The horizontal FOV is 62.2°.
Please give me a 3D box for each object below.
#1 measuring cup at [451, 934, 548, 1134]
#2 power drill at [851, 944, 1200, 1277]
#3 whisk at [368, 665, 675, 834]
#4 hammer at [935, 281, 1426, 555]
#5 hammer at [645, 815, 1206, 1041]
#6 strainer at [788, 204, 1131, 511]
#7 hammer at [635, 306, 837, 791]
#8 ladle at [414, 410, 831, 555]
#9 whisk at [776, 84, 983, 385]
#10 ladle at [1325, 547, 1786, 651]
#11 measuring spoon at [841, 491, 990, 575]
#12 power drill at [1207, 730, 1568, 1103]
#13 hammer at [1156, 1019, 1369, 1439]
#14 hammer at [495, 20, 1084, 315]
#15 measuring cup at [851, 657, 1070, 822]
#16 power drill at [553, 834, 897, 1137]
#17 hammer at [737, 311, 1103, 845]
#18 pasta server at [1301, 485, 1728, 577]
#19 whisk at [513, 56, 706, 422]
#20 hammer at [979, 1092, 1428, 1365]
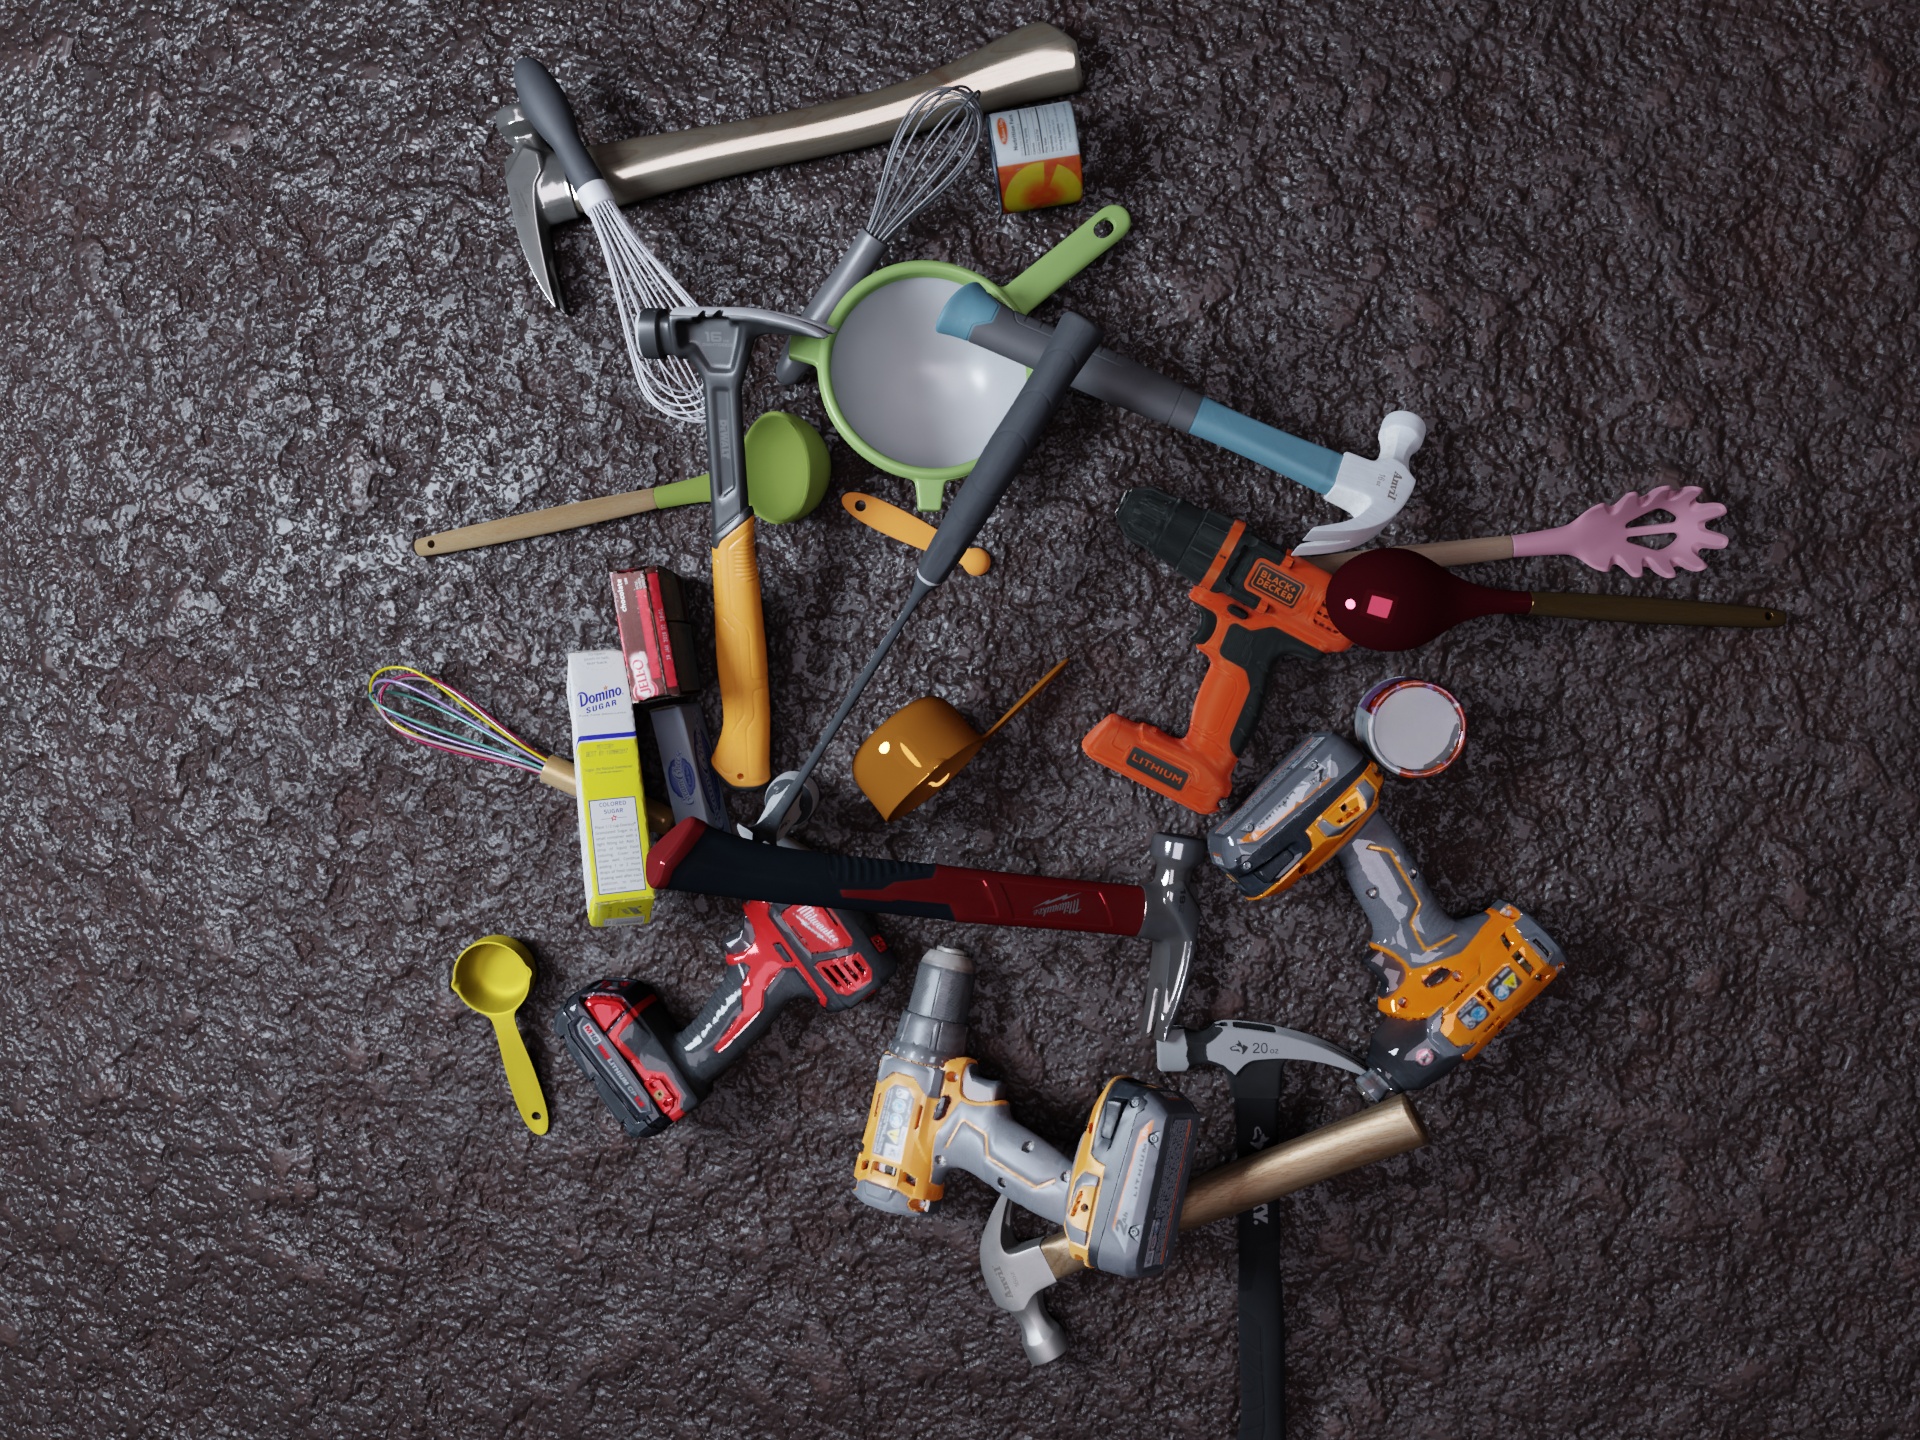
[{"bbox_3d":[-0.329,0.232,1.178,0.062,0.029,0.156,-11,103,7],"label":"measuring cup"},{"bbox_3d":[0.043,0.262,1.079,0.226,0.084,0.185,9,82,29],"label":"power drill"},{"bbox_3d":[-0.319,0.023,1.153,0.245,0.051,0.047,24,90,2],"label":"whisk"},{"bbox_3d":[0.142,-0.208,1.048,0.331,0.033,0.128,23,63,-2],"label":"hammer"},{"bbox_3d":[-0.014,0.126,1.030,0.386,0.038,0.143,8,91,-25],"label":"hammer"},{"bbox_3d":[0.015,-0.265,1.099,0.256,0.069,0.151,-41,91,-11],"label":"strainer"},{"bbox_3d":[-0.145,-0.107,1.077,0.127,0.034,0.336,4,113,9],"label":"hammer"},{"bbox_3d":[-0.245,-0.154,1.130,0.320,0.062,0.078,-10,89,9],"label":"ladle"},{"bbox_3d":[-0.059,-0.329,1.090,0.055,0.055,0.239,38,109,3],"label":"whisk"},{"bbox_3d":[0.395,-0.074,1.044,0.315,0.031,0.069,2,83,-8],"label":"ladle"},{"bbox_3d":[-0.032,-0.134,1.127,0.117,0.011,0.021,26,95,4],"label":"measuring spoon"},{"bbox_3d":[0.273,0.136,1.066,0.164,0.084,0.226,-44,91,-3],"label":"power drill"},{"bbox_3d":[0.215,0.378,1.115,0.146,0.035,0.335,-2,93,7],"label":"hammer"},{"bbox_3d":[-0.116,-0.399,1.112,0.410,0.038,0.146,-11,93,7],"label":"hammer"},{"bbox_3d":[-0.002,-0.004,1.106,0.173,0.095,0.052,-41,81,-12],"label":"measuring cup"},{"bbox_3d":[-0.169,0.182,1.129,0.219,0.078,0.143,-36,89,4],"label":"power drill"},{"bbox_3d":[-0.030,-0.081,1.030,0.036,0.149,0.409,32,105,-2],"label":"hammer"},{"bbox_3d":[0.346,-0.114,1.074,0.316,0.040,0.060,-6,98,8],"label":"pasta server"},{"bbox_3d":[-0.233,-0.329,1.087,0.070,0.070,0.284,-28,87,7],"label":"whisk"},{"bbox_3d":[0.158,0.328,1.086,0.331,0.031,0.130,-28,86,20],"label":"hammer"}]
